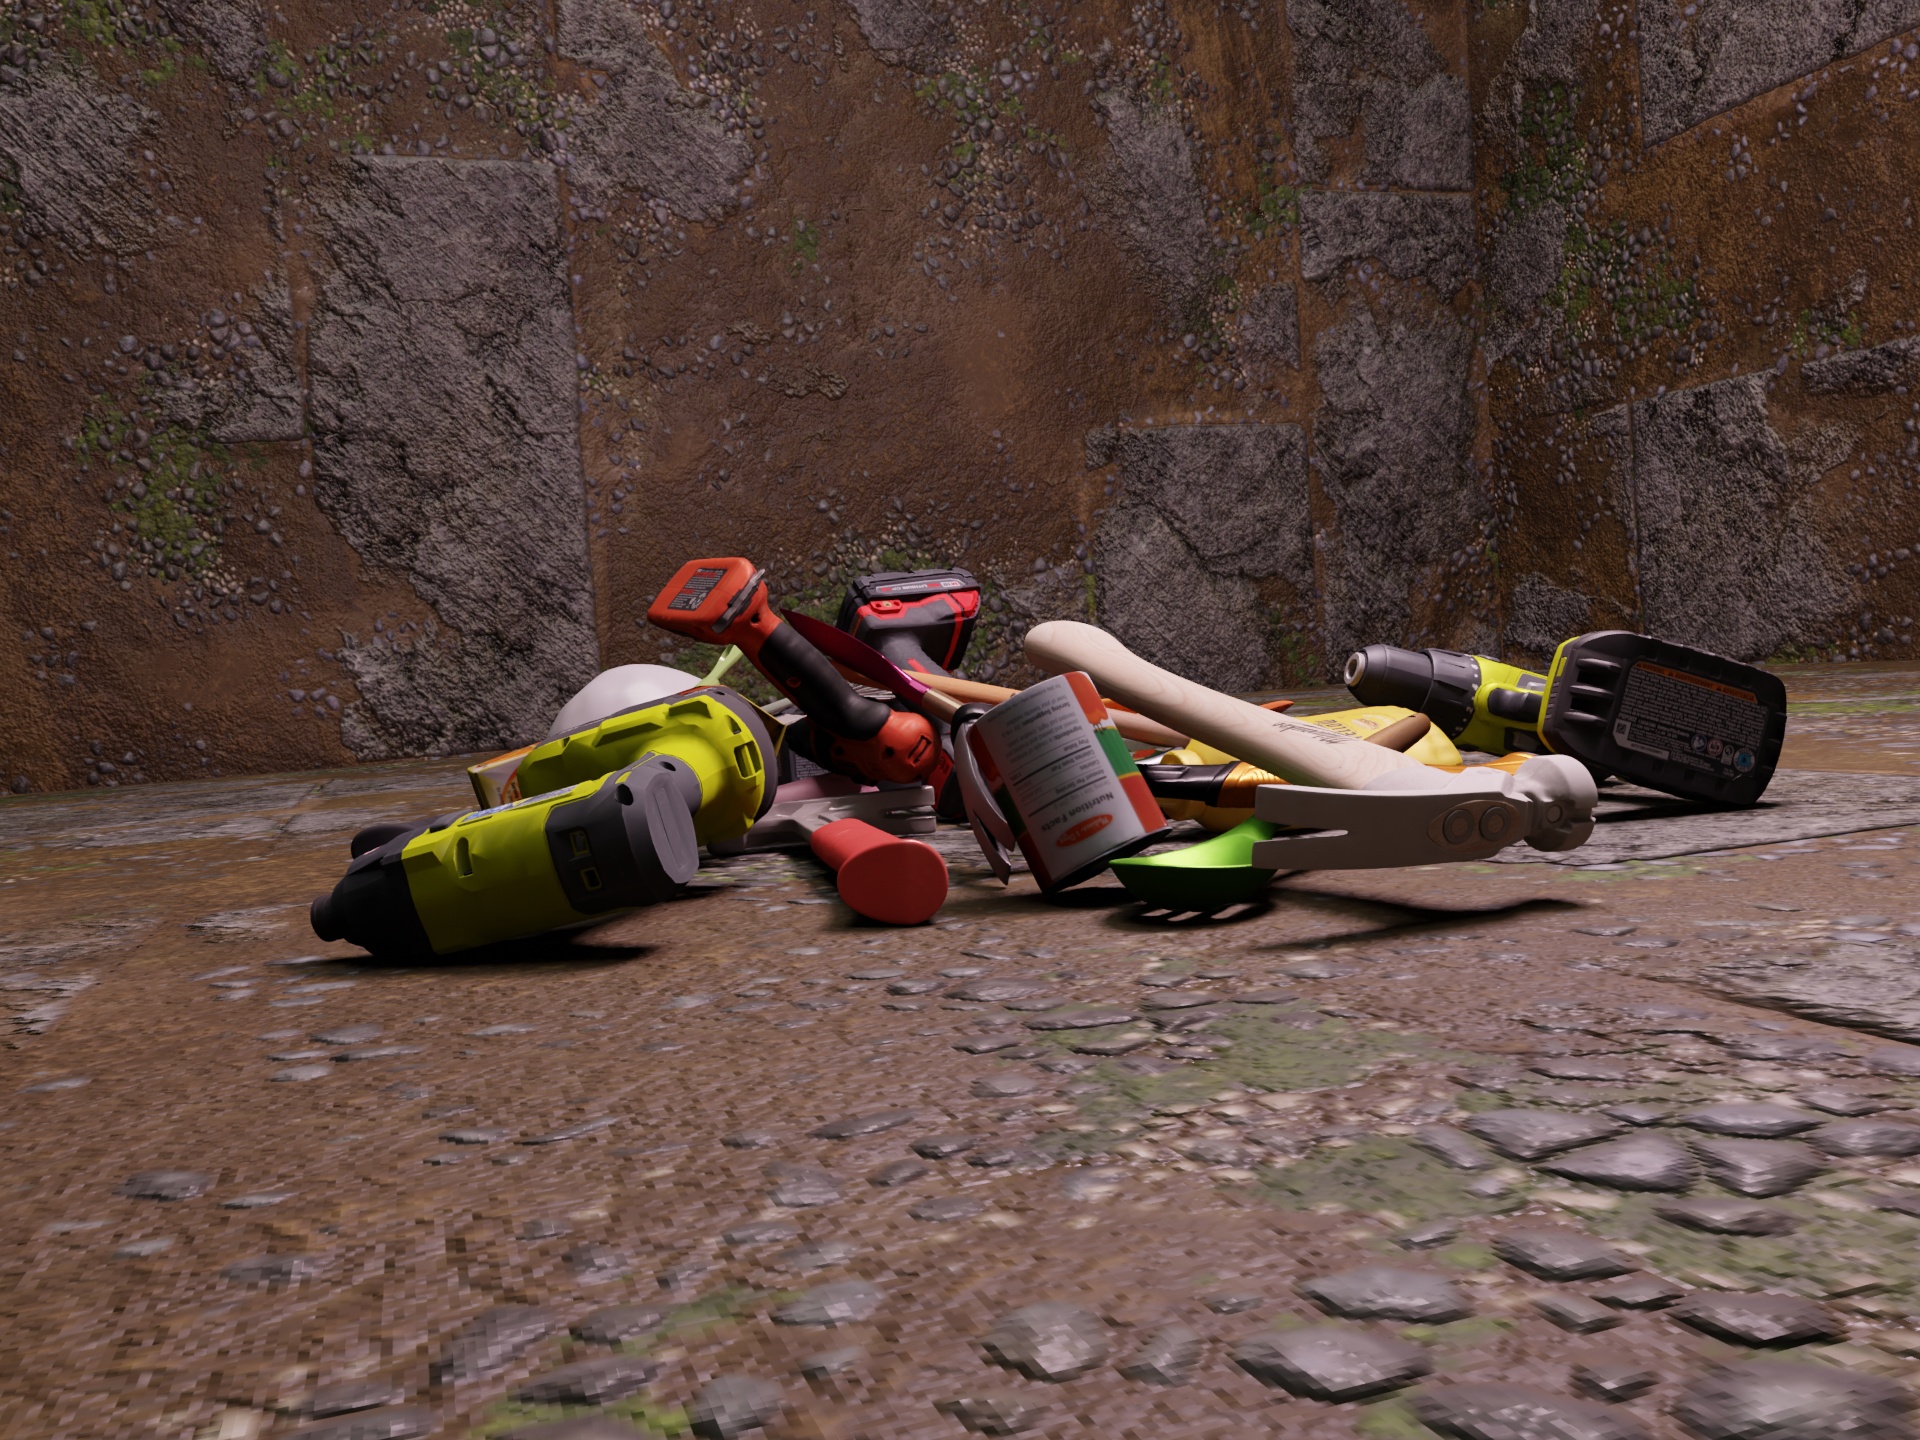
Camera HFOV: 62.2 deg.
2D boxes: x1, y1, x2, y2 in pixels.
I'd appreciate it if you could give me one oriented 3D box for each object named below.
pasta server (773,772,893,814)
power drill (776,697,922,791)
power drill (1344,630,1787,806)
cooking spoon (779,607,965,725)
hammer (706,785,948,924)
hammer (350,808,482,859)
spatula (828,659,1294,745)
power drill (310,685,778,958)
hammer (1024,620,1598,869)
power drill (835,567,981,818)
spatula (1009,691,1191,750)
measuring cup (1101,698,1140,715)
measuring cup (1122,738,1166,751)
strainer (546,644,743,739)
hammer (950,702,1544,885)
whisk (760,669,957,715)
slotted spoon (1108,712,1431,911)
[{"bbox_3d":[-0.194,0.074,1.073,0.316,0.040,0.060,-9,4,-24],"label":"pasta server"},{"bbox_3d":[-0.108,0.031,1.325,0.164,0.084,0.226,-5,-2,-6],"label":"power drill"},{"bbox_3d":[0.359,-0.007,0.968,0.190,0.080,0.228,15,-1,-11],"label":"power drill"},{"bbox_3d":[-0.002,-0.003,1.008,0.319,0.017,0.068,29,-9,32],"label":"cooking spoon"},{"bbox_3d":[-0.051,0.066,0.854,0.149,0.037,0.359,-5,2,-13],"label":"hammer"},{"bbox_3d":[-0.342,0.074,1.189,0.146,0.035,0.334,-3,3,15],"label":"hammer"},{"bbox_3d":[0.068,-0.016,1.113,0.322,0.041,0.081,10,-11,-3],"label":"spatula"},{"bbox_3d":[-0.187,0.050,0.761,0.171,0.080,0.223,-15,8,12],"label":"power drill"},{"bbox_3d":[0.113,-0.003,0.784,0.146,0.038,0.411,-3,13,-20],"label":"hammer"},{"bbox_3d":[0.006,-0.019,1.186,0.143,0.078,0.220,-8,44,-31],"label":"power drill"},{"bbox_3d":[0.174,0.017,1.082,0.315,0.018,0.060,11,-7,-24],"label":"spatula"},{"bbox_3d":[0.072,0.034,1.298,0.173,0.052,0.095,-18,17,-3],"label":"measuring cup"},{"bbox_3d":[0.166,0.044,1.110,0.083,0.038,0.168,-2,12,-39],"label":"measuring cup"},{"bbox_3d":[-0.235,-0.020,1.193,0.151,0.069,0.256,-40,9,29],"label":"strainer"},{"bbox_3d":[0.167,0.038,0.845,0.336,0.034,0.127,1,31,-10],"label":"hammer"},{"bbox_3d":[-0.102,-0.024,1.392,0.246,0.057,0.059,-18,24,32],"label":"whisk"},{"bbox_3d":[0.166,0.037,0.759,0.070,0.031,0.313,-2,12,36],"label":"slotted spoon"}]
